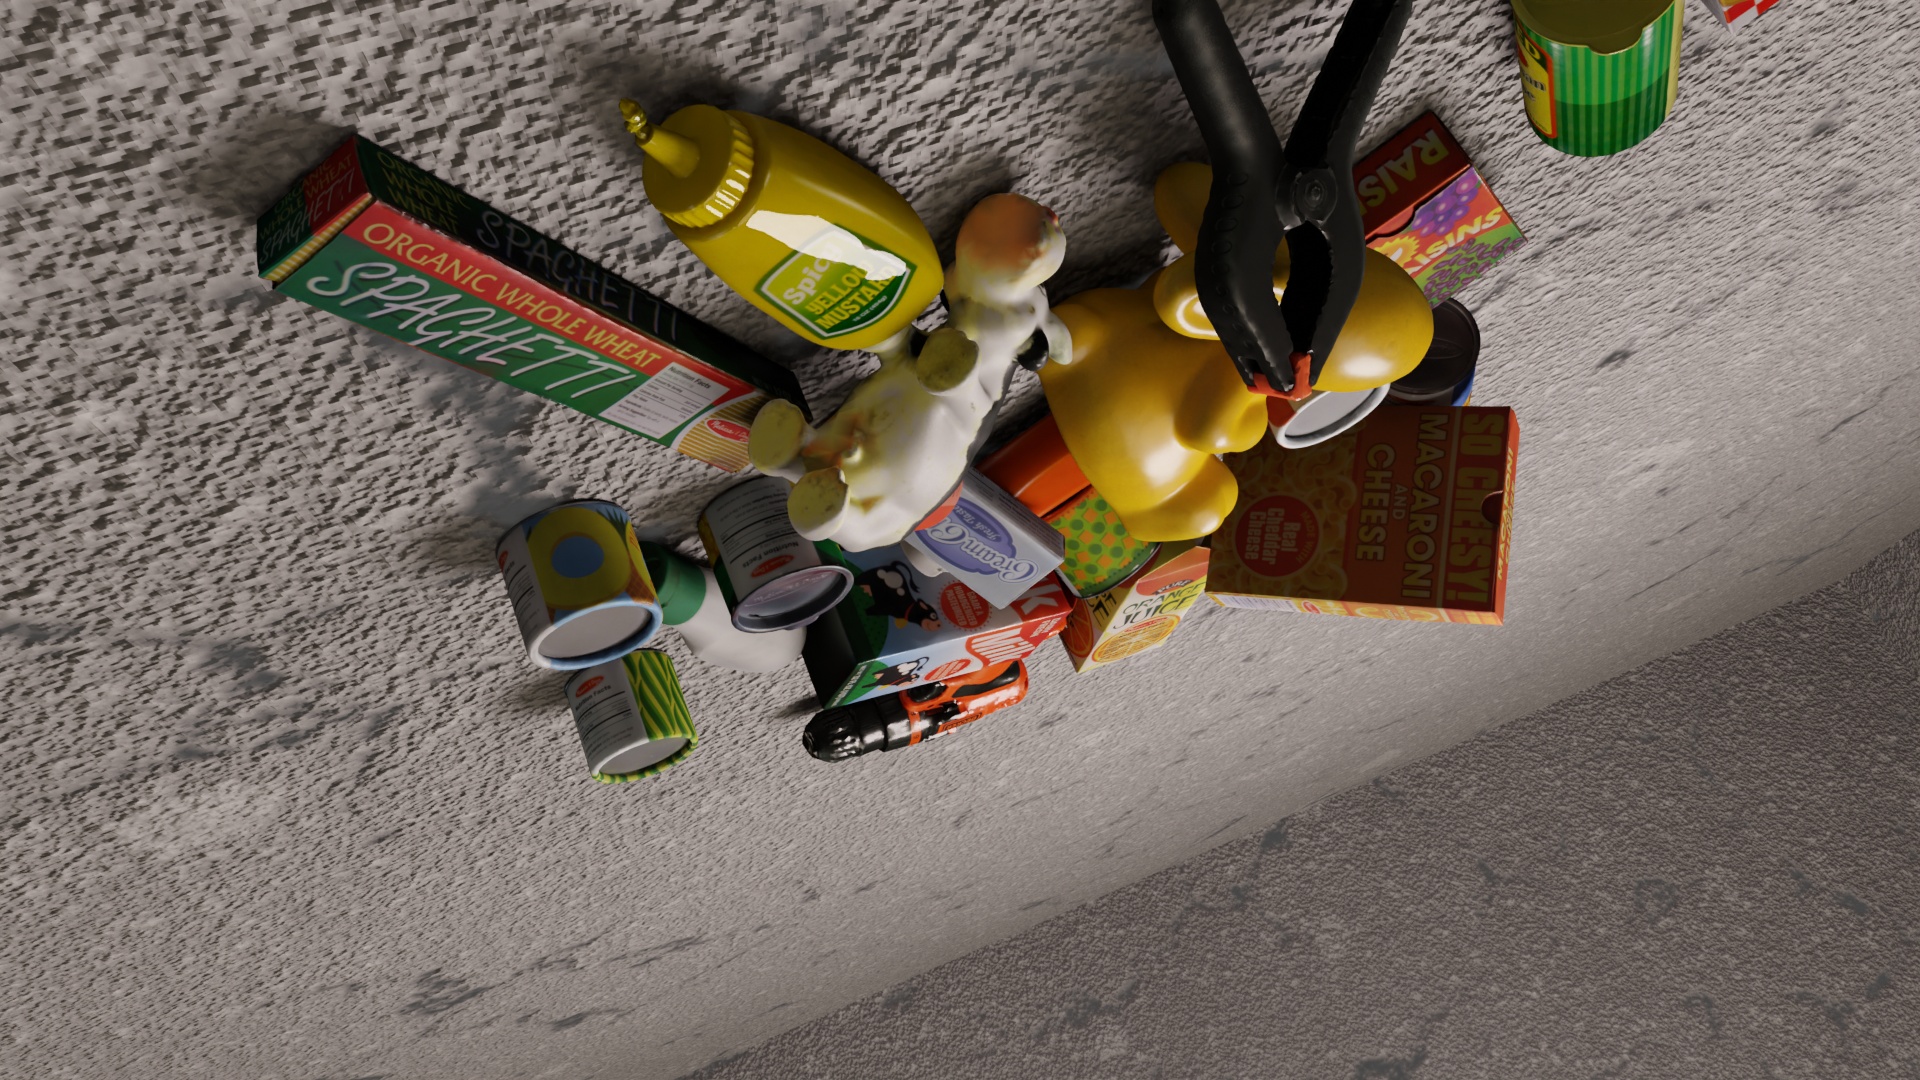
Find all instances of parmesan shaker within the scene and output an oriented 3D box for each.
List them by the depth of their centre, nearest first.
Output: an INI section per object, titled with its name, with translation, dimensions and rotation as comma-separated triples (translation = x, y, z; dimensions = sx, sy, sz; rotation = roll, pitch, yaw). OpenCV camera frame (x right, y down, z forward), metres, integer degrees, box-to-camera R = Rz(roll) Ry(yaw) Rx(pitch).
[parmesan shaker]
translation = 0.275, -0.214, 0.598
dimensions = 0.071, 0.071, 0.103
rotation = -31, 157, 15

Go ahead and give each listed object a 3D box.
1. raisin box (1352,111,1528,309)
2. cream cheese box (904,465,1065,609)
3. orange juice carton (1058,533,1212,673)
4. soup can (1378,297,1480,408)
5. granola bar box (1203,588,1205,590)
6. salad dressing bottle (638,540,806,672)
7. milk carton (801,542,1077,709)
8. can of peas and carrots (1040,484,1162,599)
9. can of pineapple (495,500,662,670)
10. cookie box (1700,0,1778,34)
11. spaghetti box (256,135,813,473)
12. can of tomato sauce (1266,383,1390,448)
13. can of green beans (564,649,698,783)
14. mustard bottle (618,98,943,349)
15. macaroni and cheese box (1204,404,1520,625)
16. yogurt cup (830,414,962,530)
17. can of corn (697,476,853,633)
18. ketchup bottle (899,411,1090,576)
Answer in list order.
[raisin box]
translation = 0.233, -0.159, 0.717
dimensions = 0.086, 0.040, 0.123
rotation = -35, 155, 25
[cream cheese box]
translation = 0.003, -0.009, 0.756
dimensions = 0.103, 0.024, 0.053
rotation = 37, 125, -20
[orange juice carton]
translation = 0.118, 0.013, 0.934
dimensions = 0.073, 0.072, 0.191
rotation = -16, 156, -19
[soup can]
translation = 0.281, -0.107, 0.850
dimensions = 0.071, 0.071, 0.083
rotation = -28, 158, 7
[granola bar box]
translation = 0.231, -0.021, 1.015
dimensions = 0.165, 0.039, 0.124
rotation = -36, 155, 26
[salad dressing bottle]
translation = -0.137, 0.037, 0.769
dimensions = 0.064, 0.044, 0.147
rotation = -27, 156, 11
[milk carton]
translation = -0.002, 0.039, 0.866
dimensions = 0.191, 0.073, 0.072
rotation = -11, 156, -30
[can of peas and carrots]
translation = 0.080, -0.009, 0.832
dimensions = 0.071, 0.058, 0.071
rotation = -36, -167, 10
[can of pineapple]
translation = -0.181, 0.022, 0.670
dimensions = 0.071, 0.058, 0.070
rotation = -21, 157, -9
[cookie box]
translation = 0.343, -0.287, 0.549
dimensions = 0.122, 0.040, 0.167
rotation = -36, 155, 26
[spaghetti box]
translation = -0.144, -0.077, 0.529
dimensions = 0.050, 0.029, 0.250
rotation = -32, 156, 17
[can of tomato sauce]
translation = 0.178, -0.100, 0.734
dimensions = 0.071, 0.083, 0.071
rotation = -21, 157, -9
[can of green beans]
translation = -0.198, 0.107, 0.838
dimensions = 0.071, 0.058, 0.071
rotation = -21, 157, -9
[mustard bottle]
translation = -0.067, -0.116, 0.497
dimensions = 0.065, 0.049, 0.160
rotation = -36, 155, 19
[macaroni and cheese box]
translation = 0.237, -0.018, 0.825
dimensions = 0.166, 0.124, 0.040
rotation = 3, 166, 28
[yogurt cup]
translation = -0.034, -0.033, 0.694
dimensions = 0.072, 0.072, 0.054
rotation = -35, 163, 22
[can of corn]
translation = -0.097, 0.008, 0.725
dimensions = 0.071, 0.058, 0.071
rotation = -21, 157, -9
[ketchup bottle]
translation = 0.032, -0.031, 0.788
dimensions = 0.148, 0.043, 0.065
rotation = -34, 162, 22
